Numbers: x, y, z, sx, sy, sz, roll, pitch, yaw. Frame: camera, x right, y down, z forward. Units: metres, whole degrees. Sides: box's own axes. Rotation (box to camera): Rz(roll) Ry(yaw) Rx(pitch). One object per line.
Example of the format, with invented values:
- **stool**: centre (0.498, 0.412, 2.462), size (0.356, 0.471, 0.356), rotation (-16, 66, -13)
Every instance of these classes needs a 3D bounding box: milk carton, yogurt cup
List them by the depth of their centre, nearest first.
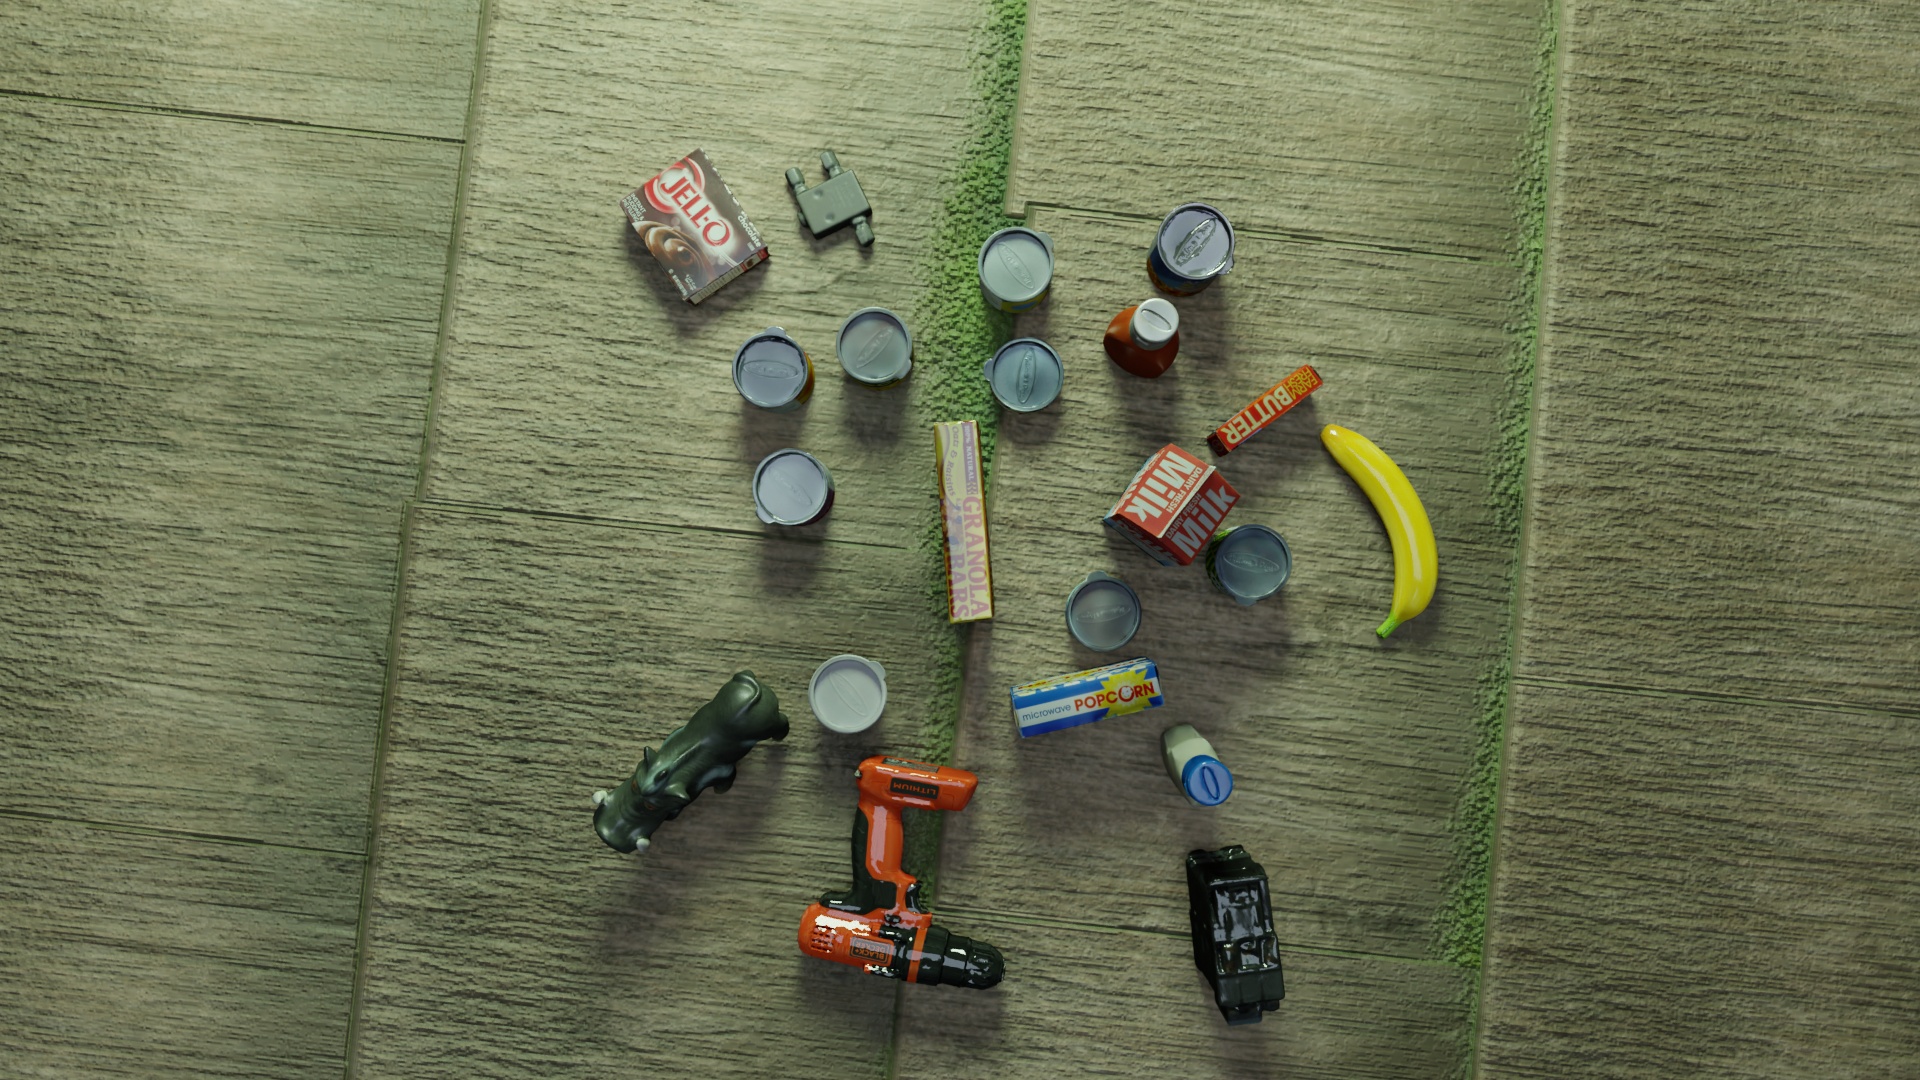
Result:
- **milk carton**: centre (0.174, -0.027, 1.153), size (0.073, 0.190, 0.072), rotation (37, 90, 2)
- **yogurt cup**: centre (-0.097, 0.133, 1.221), size (0.072, 0.054, 0.072), rotation (0, 89, 1)

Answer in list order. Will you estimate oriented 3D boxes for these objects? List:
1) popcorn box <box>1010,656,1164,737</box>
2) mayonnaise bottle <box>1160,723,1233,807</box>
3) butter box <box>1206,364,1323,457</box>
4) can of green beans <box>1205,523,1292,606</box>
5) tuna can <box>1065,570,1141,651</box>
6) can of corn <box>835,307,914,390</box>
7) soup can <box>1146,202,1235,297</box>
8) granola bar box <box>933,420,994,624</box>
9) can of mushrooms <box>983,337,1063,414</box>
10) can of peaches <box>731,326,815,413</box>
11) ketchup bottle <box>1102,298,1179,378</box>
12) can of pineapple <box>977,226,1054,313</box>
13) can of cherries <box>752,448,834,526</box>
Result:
- **popcorn box**: centre (0.107, 0.134, 1.202), size (0.127, 0.085, 0.038), rotation (-13, 89, 1)
- **mayonnaise bottle**: centre (0.199, 0.193, 1.167), size (0.041, 0.148, 0.064), rotation (-20, 89, 1)
- **butter box**: centre (0.267, -0.114, 1.222), size (0.103, 0.053, 0.024), rotation (-36, 88, 0)
- **can of green beans**: centre (0.251, 0.019, 1.216), size (0.071, 0.058, 0.071), rotation (0, 89, 1)
- **tuna can**: centre (0.125, 0.062, 1.230), size (0.071, 0.033, 0.071), rotation (0, 88, 1)
- **can of corn**: centre (-0.072, -0.166, 1.227), size (0.071, 0.058, 0.071), rotation (0, 89, 1)
- **soup can**: centre (0.201, -0.250, 1.212), size (0.071, 0.084, 0.071), rotation (0, 89, 1)
- **granola bar box**: centre (0.004, -0.015, 1.188), size (0.039, 0.124, 0.165), rotation (-5, 89, 1)
- **can of mushrooms**: centre (0.056, -0.146, 1.237), size (0.071, 0.033, 0.071), rotation (0, 88, 1)
- **can of peaches**: centre (-0.164, -0.150, 1.228), size (0.071, 0.058, 0.071), rotation (0, 89, 1)
- **ketchup bottle**: centre (0.157, -0.173, 1.178), size (0.065, 0.149, 0.043), rotation (33, 90, 2)
- **can of pineapple**: centre (0.050, -0.238, 1.227), size (0.071, 0.058, 0.071), rotation (0, 89, 1)
- **can of cherries**: centre (-0.148, -0.044, 1.225), size (0.071, 0.058, 0.071), rotation (0, 89, 1)
